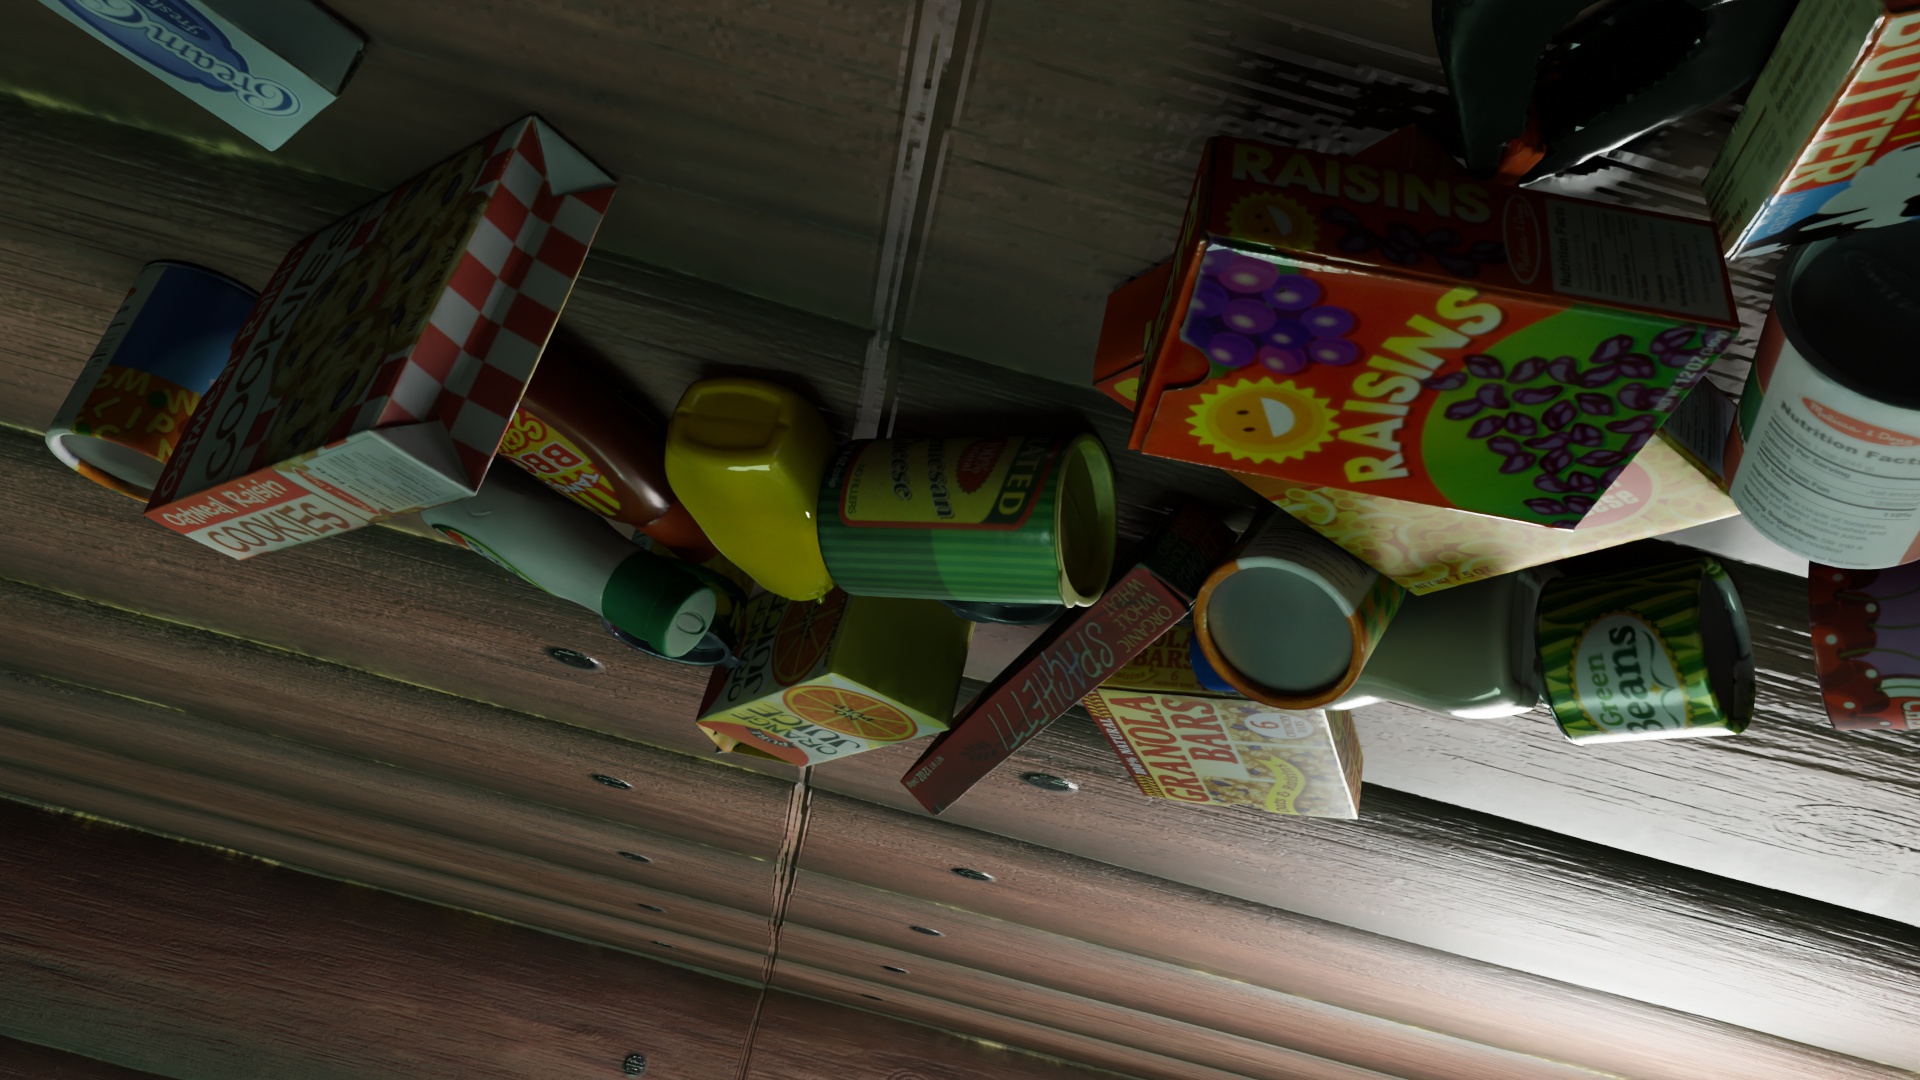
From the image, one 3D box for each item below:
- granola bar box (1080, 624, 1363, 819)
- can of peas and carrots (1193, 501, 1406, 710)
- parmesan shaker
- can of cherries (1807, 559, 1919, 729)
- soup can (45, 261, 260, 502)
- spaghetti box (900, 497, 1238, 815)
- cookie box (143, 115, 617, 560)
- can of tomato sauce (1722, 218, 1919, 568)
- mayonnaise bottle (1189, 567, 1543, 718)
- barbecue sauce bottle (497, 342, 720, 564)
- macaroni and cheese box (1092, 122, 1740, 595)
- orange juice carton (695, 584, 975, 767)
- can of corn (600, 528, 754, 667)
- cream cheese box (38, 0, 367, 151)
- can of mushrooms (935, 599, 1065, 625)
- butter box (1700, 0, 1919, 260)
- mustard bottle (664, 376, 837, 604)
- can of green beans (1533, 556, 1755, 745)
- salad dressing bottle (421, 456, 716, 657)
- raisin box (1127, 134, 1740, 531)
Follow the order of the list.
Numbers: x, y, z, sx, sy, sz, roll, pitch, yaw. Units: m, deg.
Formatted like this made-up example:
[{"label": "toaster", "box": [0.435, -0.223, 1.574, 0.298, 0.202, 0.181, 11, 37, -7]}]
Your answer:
[{"label": "granola bar box", "box": [0.139, 0.097, 0.727, 0.124, 0.039, 0.165, 2, 152, 23]}, {"label": "can of peas and carrots", "box": [0.129, 0.024, 0.529, 0.071, 0.059, 0.070, 16, 124, 26]}, {"label": "parmesan shaker", "box": [0.002, -0.007, 0.548, 0.103, 0.071, 0.071, 1, 151, 25]}, {"label": "can of cherries", "box": [0.325, 0.033, 0.468, 0.058, 0.072, 0.071, -7, 147, 37]}, {"label": "soup can", "box": [-0.327, -0.063, 0.584, 0.071, 0.084, 0.071, 11, 154, 5]}, {"label": "spaghetti box", "box": [0.041, 0.062, 0.641, 0.029, 0.050, 0.248, 42, 141, 1]}, {"label": "cookie box", "box": [-0.202, -0.064, 0.474, 0.167, 0.123, 0.040, -9, 145, 40]}, {"label": "can of tomato sauce", "box": [0.246, -0.041, 0.367, 0.071, 0.071, 0.082, 3, 153, 21]}, {"label": "mayonnaise bottle", "box": [0.165, 0.043, 0.582, 0.041, 0.065, 0.148, 25, 158, -38]}, {"label": "barbecue sauce bottle", "box": [-0.157, -0.039, 0.594, 0.065, 0.044, 0.148, -4, 150, 38]}, {"label": "macaroni and cheese box", "box": [0.144, -0.044, 0.437, 0.166, 0.040, 0.123, 28, 150, -28]}, {"label": "orange juice carton", "box": [-0.078, 0.069, 0.742, 0.073, 0.072, 0.192, 28, 150, -26]}, {"label": "can of corn", "box": [-0.136, 0.024, 0.695, 0.071, 0.058, 0.071, 11, 154, 6]}, {"label": "cream cheese box", "box": [-0.235, -0.162, 0.407, 0.053, 0.024, 0.103, -12, 144, 44]}, {"label": "can of mushrooms", "box": [0.016, 0.010, 0.620, 0.071, 0.033, 0.070, 10, 154, 5]}, {"label": "butter box", "box": [0.195, -0.095, 0.286, 0.053, 0.024, 0.103, -13, 163, 10]}, {"label": "mustard bottle", "box": [-0.079, -0.011, 0.606, 0.065, 0.049, 0.159, 9, 155, 11]}, {"label": "can of green beans", "box": [0.259, 0.043, 0.525, 0.057, 0.071, 0.071, -13, 143, 43]}, {"label": "salad dressing bottle", "box": [-0.181, 0.005, 0.642, 0.148, 0.044, 0.064, 27, 173, 20]}, {"label": "raisin box", "box": [0.112, -0.049, 0.353, 0.123, 0.040, 0.085, 11, 148, 1]}]
